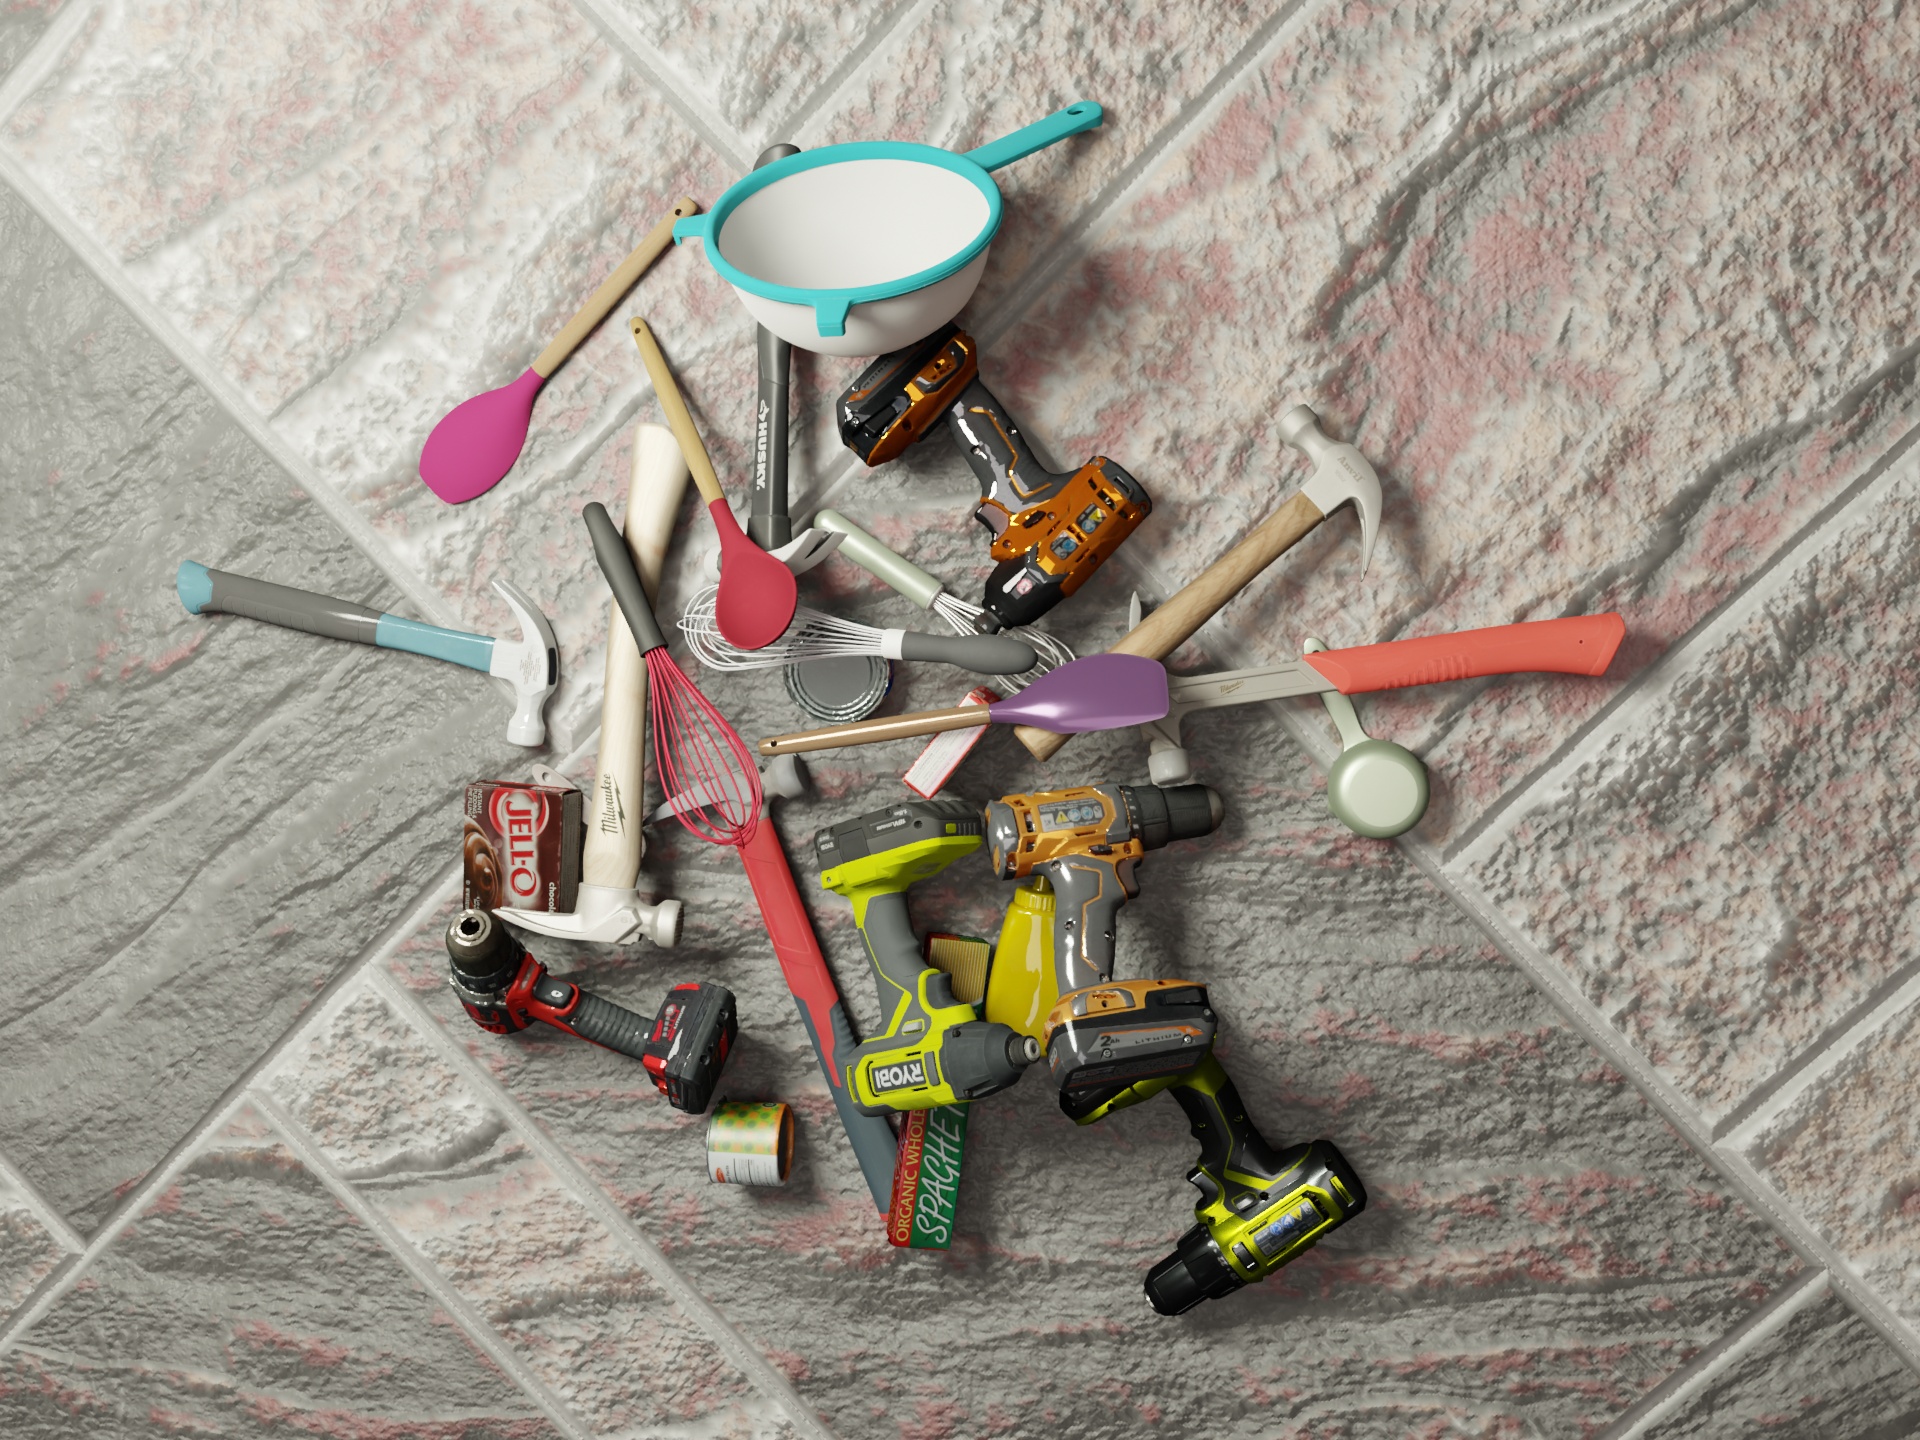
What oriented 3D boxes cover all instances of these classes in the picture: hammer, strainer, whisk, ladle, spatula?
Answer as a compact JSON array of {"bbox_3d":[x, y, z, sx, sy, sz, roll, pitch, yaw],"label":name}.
[{"bbox_3d":[-0.273,-0.031,1.259,0.146,0.038,0.411,6,88,0],"label":"hammer"},{"bbox_3d":[-0.023,-0.355,1.164,0.340,0.095,0.211,-33,51,-24],"label":"strainer"},{"bbox_3d":[-0.080,-0.061,1.208,0.284,0.070,0.070,7,96,13],"label":"whisk"},{"bbox_3d":[-0.226,-0.035,1.212,0.073,0.073,0.296,-26,82,9],"label":"whisk"},{"bbox_3d":[-0.491,-0.077,1.313,0.331,0.033,0.128,13,98,6],"label":"hammer"},{"bbox_3d":[0.177,-0.085,1.191,0.331,0.031,0.130,-41,76,1],"label":"hammer"},{"bbox_3d":[0.309,-0.049,1.197,0.359,0.036,0.149,-8,78,7],"label":"hammer"},{"bbox_3d":[-0.197,-0.186,1.217,0.069,0.031,0.316,-29,69,10],"label":"ladle"},{"bbox_3d":[-0.132,0.228,1.294,0.143,0.038,0.386,-20,93,10],"label":"hammer"},{"bbox_3d":[-0.013,-0.093,1.249,0.246,0.057,0.059,35,64,6],"label":"whisk"},{"bbox_3d":[-0.002,-0.004,1.189,0.316,0.018,0.060,-9,69,13],"label":"spatula"},{"bbox_3d":[-0.140,-0.274,1.223,0.146,0.035,0.335,1,89,48],"label":"hammer"}]

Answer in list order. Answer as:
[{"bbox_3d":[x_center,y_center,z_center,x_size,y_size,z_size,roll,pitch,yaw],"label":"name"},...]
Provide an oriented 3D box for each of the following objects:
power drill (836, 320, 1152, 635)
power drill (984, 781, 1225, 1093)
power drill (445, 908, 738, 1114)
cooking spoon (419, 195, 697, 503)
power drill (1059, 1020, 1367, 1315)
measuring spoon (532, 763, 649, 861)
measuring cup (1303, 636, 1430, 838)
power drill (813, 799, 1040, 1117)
[{"bbox_3d":[0.011,-0.181,1.205,0.226,0.084,0.164,43,86,-1],"label":"power drill"},{"bbox_3d":[0.128,0.148,1.188,0.185,0.084,0.226,-8,61,-9],"label":"power drill"},{"bbox_3d":[-0.295,0.220,1.247,0.226,0.187,0.080,19,61,3],"label":"power drill"},{"bbox_3d":[-0.323,-0.299,1.278,0.319,0.017,0.069,-45,89,9],"label":"cooking spoon"},{"bbox_3d":[0.178,0.341,1.247,0.190,0.080,0.228,-37,93,8],"label":"power drill"},{"bbox_3d":[-0.305,0.074,1.316,0.124,0.018,0.034,38,105,9],"label":"measuring spoon"},{"bbox_3d":[0.302,0.013,1.217,0.083,0.038,0.167,-25,93,9],"label":"measuring cup"},{"bbox_3d":[-0.026,0.179,1.208,0.171,0.080,0.223,-20,76,37],"label":"power drill"}]
